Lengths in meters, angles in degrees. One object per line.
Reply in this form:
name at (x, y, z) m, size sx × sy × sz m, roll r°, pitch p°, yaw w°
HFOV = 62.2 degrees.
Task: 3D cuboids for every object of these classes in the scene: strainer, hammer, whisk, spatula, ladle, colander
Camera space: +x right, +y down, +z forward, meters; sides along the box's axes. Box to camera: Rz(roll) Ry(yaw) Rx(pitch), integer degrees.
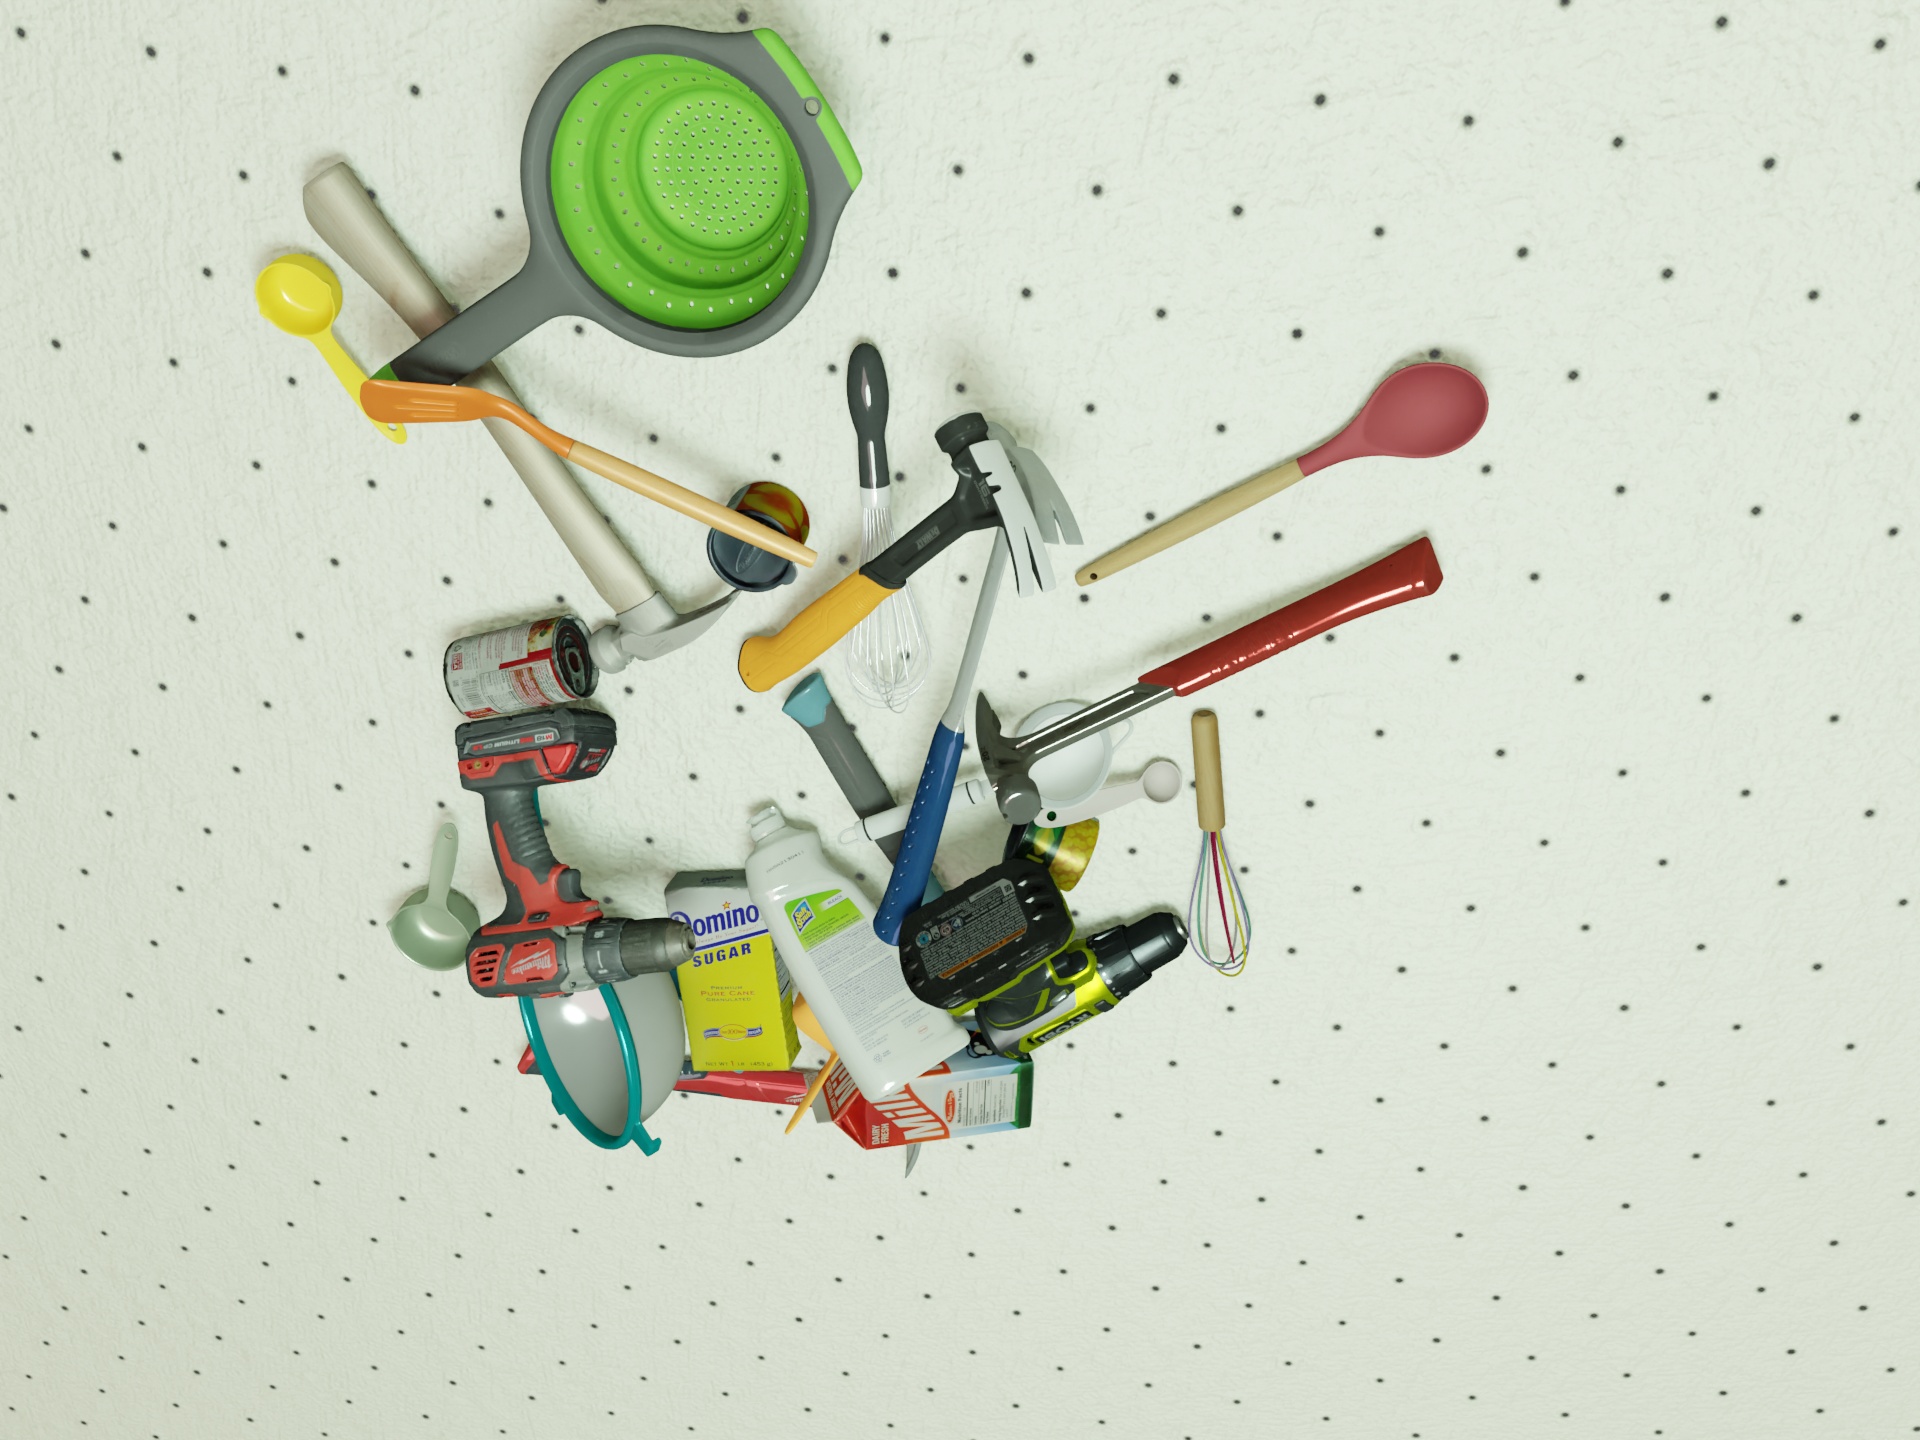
strainer at (-0.314, 0.198, 1.389) m, size 0.211 × 0.095 × 0.340 m, roll 0°, pitch 103°, yaw 52°
hammer at (-0.322, -0.219, 1.159) m, size 0.146 × 0.038 × 0.410 m, roll -20°, pitch 115°, yaw 33°
hammer at (-0.064, -0.086, 1.134) m, size 0.337 × 0.034 × 0.127 m, roll -31°, pitch 81°, yaw 48°
whisk at (-0.061, -0.136, 1.173) m, size 0.070 × 0.070 × 0.284 m, roll 1°, pitch 116°, yaw 8°
hammer at (0.178, -0.045, 1.170) m, size 0.359 × 0.149 × 0.036 m, roll -26°, pitch 121°, yaw 9°
spatula at (-0.251, -0.170, 1.106) m, size 0.322 × 0.041 × 0.081 m, roll 24°, pitch 166°, yaw -13°
strainer at (0.020, 0.053, 1.259) m, size 0.258 × 0.087 × 0.050 m, roll -20°, pitch 157°, yaw 11°
whisk at (0.208, 0.104, 1.280) m, size 0.051 × 0.047 × 0.244 m, roll -11°, pitch 116°, yaw -5°
ladle at (0.218, -0.165, 1.125) m, size 0.315 × 0.031 × 0.069 m, roll -25°, pitch 111°, yaw 24°
colander at (-0.240, -0.317, 1.066) m, size 0.397 × 0.095 × 0.204 m, roll -25°, pitch 114°, yaw 24°
hammer at (-0.054, 0.102, 1.324) m, size 0.128 × 0.033 × 0.330 m, roll -20°, pitch 116°, yaw 20°
hammer at (-0.224, 0.350, 1.497) m, size 0.386 × 0.038 × 0.143 m, roll 5°, pitch 123°, yaw 6°
hammer at (-0.002, -0.004, 1.168) m, size 0.035 × 0.144 × 0.405 m, roll 2°, pitch 120°, yaw -26°

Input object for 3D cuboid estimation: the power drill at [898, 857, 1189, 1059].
power drill at (0.070, 0.189, 1.274) m, size 0.190 × 0.080 × 0.228 m, roll -31°, pitch 148°, yaw 13°

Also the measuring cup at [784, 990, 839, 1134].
measuring cup at (-0.124, 0.268, 1.357) m, size 0.052 × 0.174 × 0.095 m, roll 39°, pitch 143°, yaw -10°

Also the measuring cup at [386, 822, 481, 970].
measuring cup at (-0.458, 0.149, 1.414) m, size 0.083 × 0.038 × 0.167 m, roll 18°, pitch 120°, yaw -2°

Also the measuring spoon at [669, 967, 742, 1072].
measuring spoon at (-0.230, 0.264, 1.444) m, size 0.042 × 0.021 × 0.128 m, roll -27°, pitch 101°, yaw 21°

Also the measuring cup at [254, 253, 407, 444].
measuring cup at (-0.454, -0.273, 1.171) m, size 0.062 × 0.029 × 0.156 m, roll -16°, pitch 129°, yaw 17°

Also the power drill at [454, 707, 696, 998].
power drill at (-0.310, 0.106, 1.273) m, size 0.188 × 0.080 × 0.227 m, roll -8°, pitch 85°, yaw 14°

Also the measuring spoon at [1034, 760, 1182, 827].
measuring spoon at (0.115, 0.061, 1.258) m, size 0.124 × 0.018 × 0.034 m, roll -16°, pitch 98°, yaw -9°
